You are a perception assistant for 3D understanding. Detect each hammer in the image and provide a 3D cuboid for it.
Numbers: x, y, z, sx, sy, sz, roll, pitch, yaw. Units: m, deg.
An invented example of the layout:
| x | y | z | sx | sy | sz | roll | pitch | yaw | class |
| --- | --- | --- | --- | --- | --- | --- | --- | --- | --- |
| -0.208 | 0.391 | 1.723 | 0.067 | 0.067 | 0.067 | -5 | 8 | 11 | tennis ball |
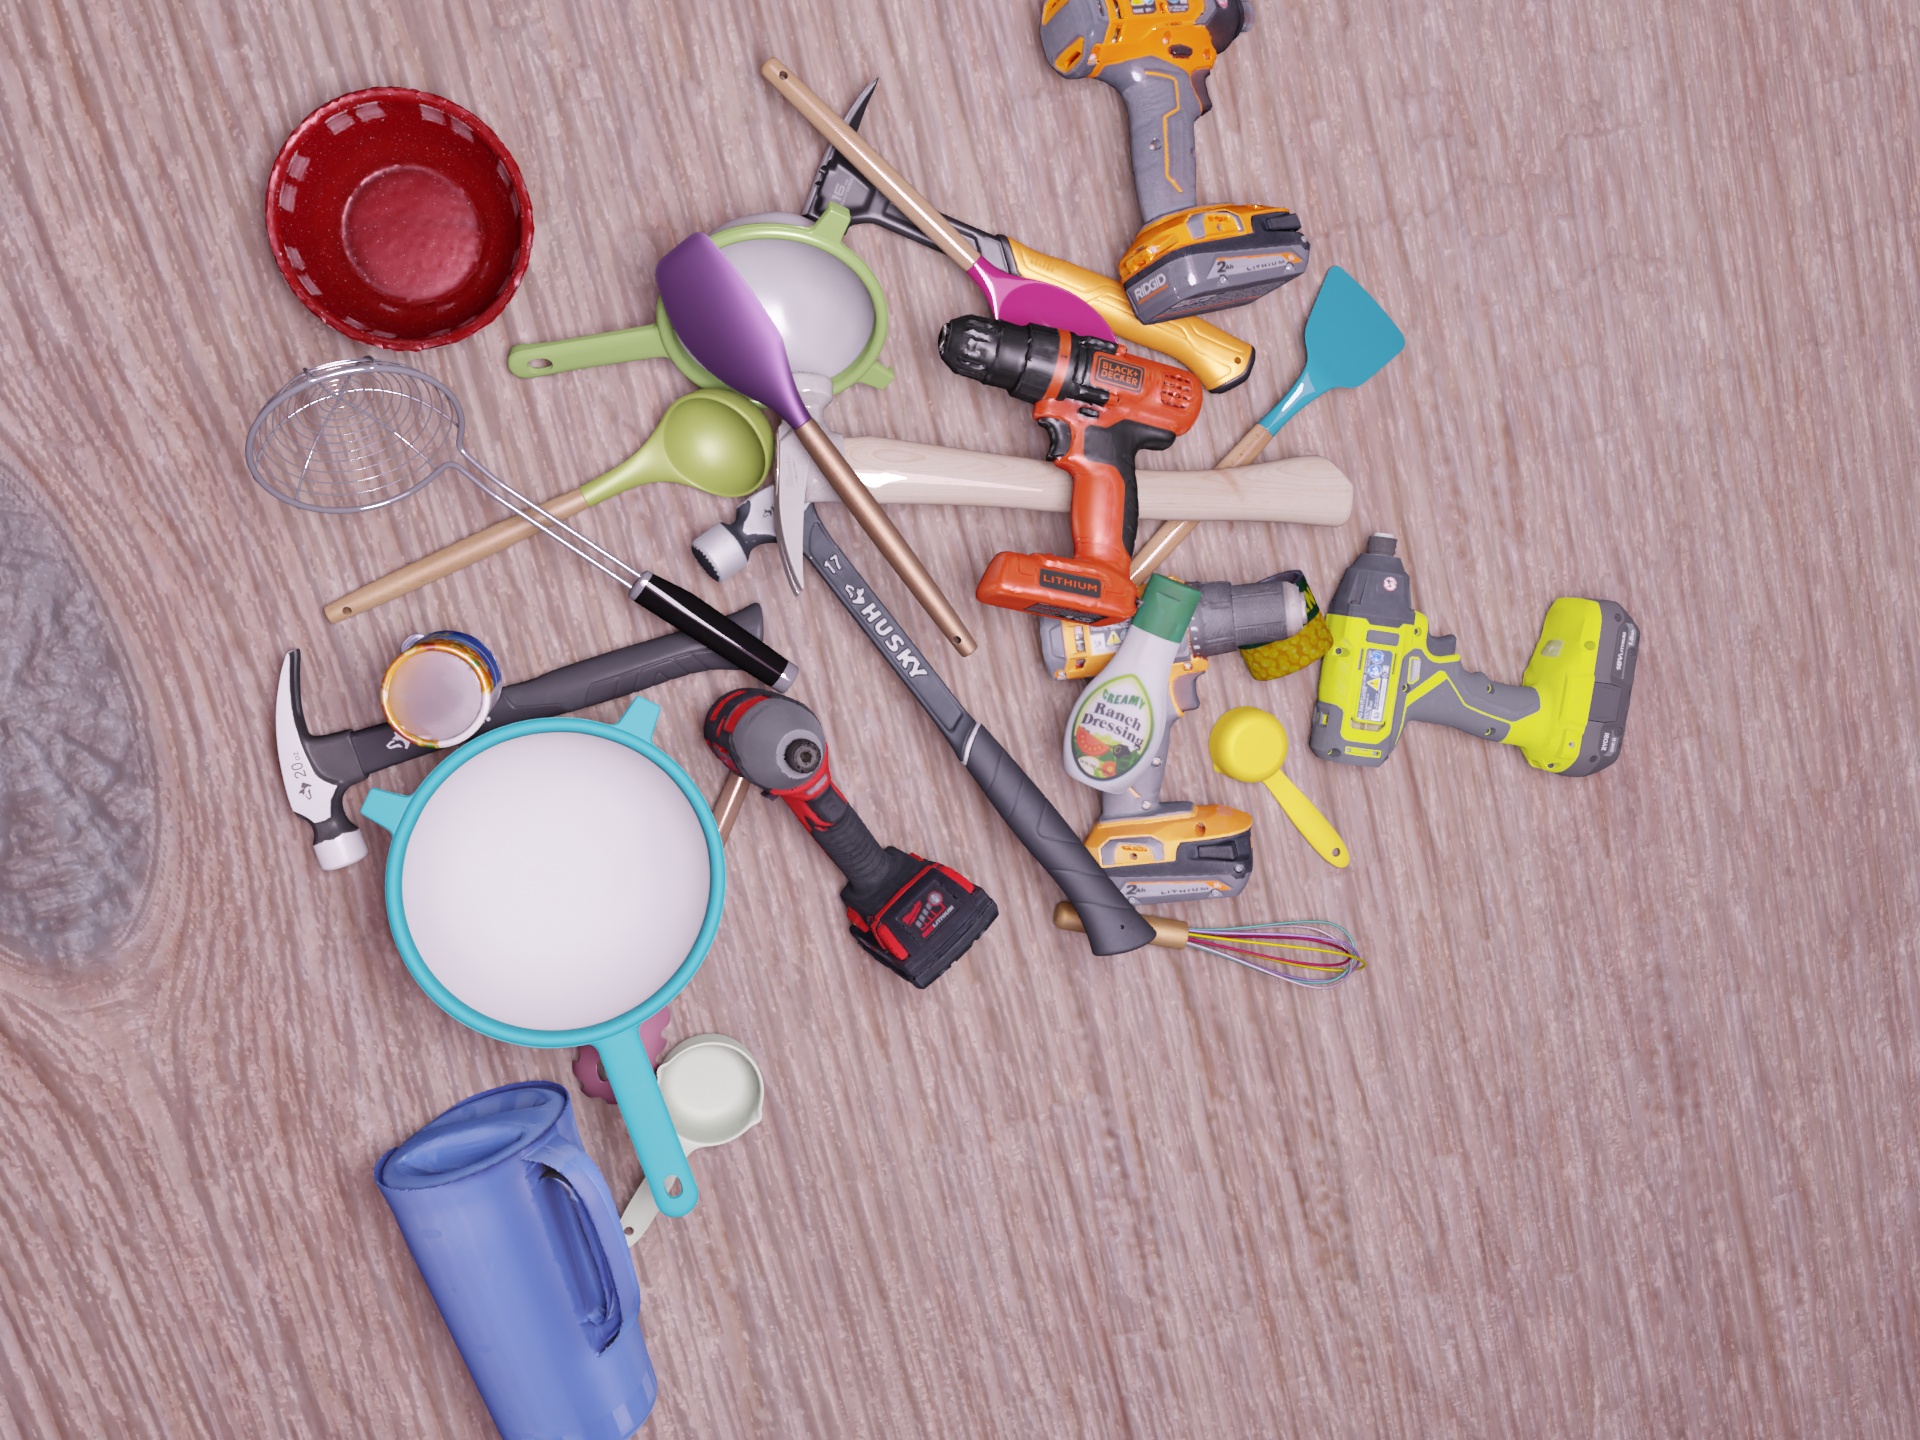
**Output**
| x | y | z | sx | sy | sz | roll | pitch | yaw | class |
| --- | --- | --- | --- | --- | --- | --- | --- | --- | --- |
| 0.077 | -0.151 | 1.096 | 0.410 | 0.038 | 0.146 | 2 | 85 | -13 | hammer |
| -0.293 | -0.019 | 1.081 | 0.334 | 0.035 | 0.146 | -18 | 101 | -9 | hammer |
| 0.059 | -0.320 | 1.115 | 0.336 | 0.034 | 0.127 | 21 | 93 | -13 | hammer |
| -0.002 | -0.003 | 1.094 | 0.149 | 0.036 | 0.409 | -39 | 91 | -16 | hammer |

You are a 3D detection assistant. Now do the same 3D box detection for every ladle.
| x | y | z | sx | sy | sz | roll | pitch | yaw | class |
| --- | --- | --- | --- | --- | --- | --- | --- | --- | --- |
| -0.274 | -0.134 | 1.061 | 0.320 | 0.062 | 0.078 | -26 | 121 | -4 | ladle |

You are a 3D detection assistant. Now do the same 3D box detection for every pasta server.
| x | y | z | sx | sy | sz | roll | pitch | yaw | class |
| --- | --- | --- | --- | --- | --- | --- | --- | --- | --- |
| -0.194 | 0.127 | 1.125 | 0.060 | 0.040 | 0.316 | 23 | 88 | -13 | pasta server |

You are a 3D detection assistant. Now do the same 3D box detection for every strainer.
| x | y | z | sx | sy | sz | roll | pitch | yaw | class |
| --- | --- | --- | --- | --- | --- | --- | --- | --- | --- |
| -0.245 | 0.162 | 1.060 | 0.211 | 0.095 | 0.340 | -20 | 97 | -14 | strainer |
| -0.176 | -0.275 | 1.060 | 0.256 | 0.151 | 0.069 | -8 | 55 | 7 | strainer |

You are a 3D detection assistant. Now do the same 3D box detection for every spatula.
| x | y | z | sx | sy | sz | roll | pitch | yaw | class |
| --- | --- | --- | --- | --- | --- | --- | --- | --- | --- |
| 0.203 | -0.192 | 1.167 | 0.082 | 0.044 | 0.317 | 42 | 92 | -14 | spatula |
| -0.087 | -0.167 | 1.018 | 0.060 | 0.018 | 0.315 | -31 | 104 | 25 | spatula |

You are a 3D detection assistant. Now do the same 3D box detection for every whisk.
| x | y | z | sx | sy | sz | roll | pitch | yaw | class |
| --- | --- | --- | --- | --- | --- | --- | --- | --- | --- |
| 0.190 | 0.163 | 1.197 | 0.245 | 0.047 | 0.051 | 11 | 96 | -9 | whisk |

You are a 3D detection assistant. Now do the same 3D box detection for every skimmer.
| x | y | z | sx | sy | sz | roll | pitch | yaw | class |
| --- | --- | --- | --- | --- | --- | --- | --- | --- | --- |
| -0.263 | -0.103 | 1.009 | 0.363 | 0.090 | 0.127 | 34 | 124 | -18 | skimmer |

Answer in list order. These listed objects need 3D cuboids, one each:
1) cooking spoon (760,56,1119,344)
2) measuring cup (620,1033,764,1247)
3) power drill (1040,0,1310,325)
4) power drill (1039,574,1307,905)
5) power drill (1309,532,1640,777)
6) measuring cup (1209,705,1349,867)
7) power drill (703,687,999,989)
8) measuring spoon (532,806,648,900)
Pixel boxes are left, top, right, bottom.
| x | y | z | sx | sy | sz | roll | pitch | yaw | class |
| --- | --- | --- | --- | --- | --- | --- | --- | --- | --- |
| -0.010 | -0.327 | 1.074 | 0.318 | 0.017 | 0.069 | 41 | 90 | -14 | cooking spoon |
| -0.202 | 0.300 | 1.138 | 0.083 | 0.038 | 0.167 | 30 | 92 | -13 | measuring cup |
| 0.160 | -0.400 | 1.090 | 0.164 | 0.084 | 0.226 | -18 | 92 | -27 | power drill |
| 0.161 | 0.009 | 1.129 | 0.185 | 0.084 | 0.226 | -7 | 99 | 12 | power drill |
| 0.383 | -0.044 | 1.194 | 0.223 | 0.080 | 0.171 | 7 | 96 | -9 | power drill |
| 0.249 | 0.055 | 1.201 | 0.062 | 0.029 | 0.156 | -42 | 101 | -4 | measuring cup |
| -0.078 | 0.072 | 1.070 | 0.078 | 0.143 | 0.219 | -44 | 112 | -14 | power drill |
| -0.264 | 0.087 | 1.108 | 0.124 | 0.018 | 0.034 | 37 | 89 | -12 | measuring spoon |
